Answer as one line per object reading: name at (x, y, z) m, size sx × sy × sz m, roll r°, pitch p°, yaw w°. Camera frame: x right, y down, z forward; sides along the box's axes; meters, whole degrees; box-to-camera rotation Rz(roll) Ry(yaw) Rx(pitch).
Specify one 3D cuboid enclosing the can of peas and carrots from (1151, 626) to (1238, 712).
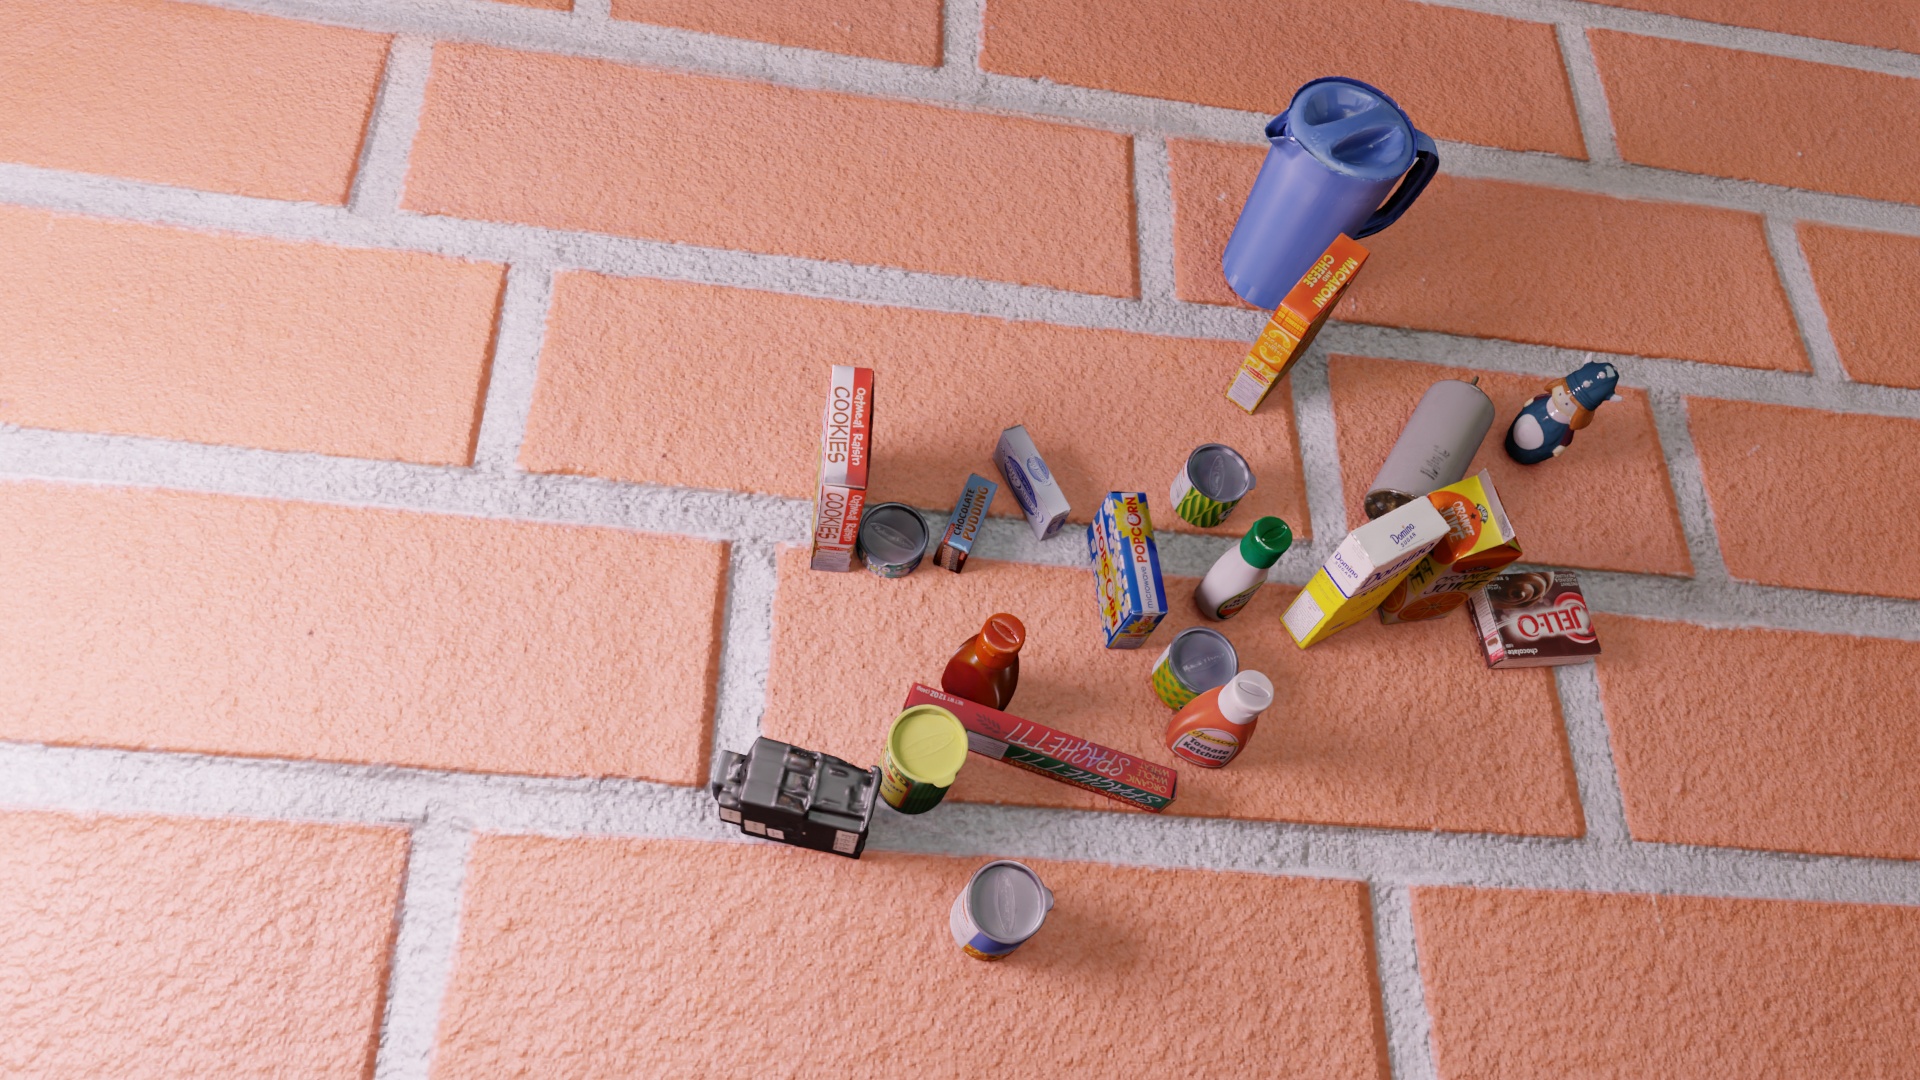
can of peas and carrots at (0.217, 0.122, 1.279) m, size 0.071 × 0.058 × 0.071 m, roll 5°, pitch 63°, yaw -9°

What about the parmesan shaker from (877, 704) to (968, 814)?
parmesan shaker at (-0.034, 0.189, 1.171) m, size 0.071 × 0.102 × 0.071 m, roll 5°, pitch 63°, yaw -9°

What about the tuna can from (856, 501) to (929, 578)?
tuna can at (-0.065, 0.002, 1.301) m, size 0.071 × 0.032 × 0.071 m, roll 5°, pitch 63°, yaw -9°

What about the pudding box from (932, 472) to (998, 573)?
pudding box at (0.005, -0.016, 1.314) m, size 0.030 × 0.049 × 0.084 m, roll 23°, pitch 61°, yaw 1°

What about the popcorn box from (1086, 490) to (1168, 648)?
popcorn box at (0.155, 0.028, 1.300) m, size 0.038 × 0.084 × 0.127 m, roll -1°, pitch 64°, yaw -12°

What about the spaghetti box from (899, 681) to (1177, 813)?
spaghetti box at (0.068, 0.184, 1.223) m, size 0.250 × 0.050 × 0.029 m, roll 19°, pitch 62°, yaw -1°

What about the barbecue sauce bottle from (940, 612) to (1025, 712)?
barbecue sauce bottle at (0.023, 0.108, 1.198) m, size 0.065 × 0.147 × 0.044 m, roll 40°, pitch 63°, yaw 10°

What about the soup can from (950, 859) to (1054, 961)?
soup can at (0.033, 0.304, 1.136) m, size 0.071 × 0.083 × 0.071 m, roll 5°, pitch 63°, yaw -9°

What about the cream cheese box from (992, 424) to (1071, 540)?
cream cheese box at (0.068, -0.056, 1.345) m, size 0.024 × 0.053 × 0.104 m, roll -21°, pitch 69°, yaw -20°

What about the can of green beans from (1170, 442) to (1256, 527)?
can of green beans at (0.247, -0.054, 1.376) m, size 0.071 × 0.057 × 0.071 m, roll 5°, pitch 63°, yaw -9°

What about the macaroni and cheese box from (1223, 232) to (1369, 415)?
macaroni and cheese box at (0.342, -0.219, 1.418) m, size 0.040 × 0.165 × 0.124 m, roll 38°, pitch 63°, yaw 9°

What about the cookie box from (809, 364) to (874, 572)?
cookie box at (-0.107, -0.062, 1.249) m, size 0.040 × 0.166 × 0.123 m, roll 5°, pitch 63°, yaw -8°

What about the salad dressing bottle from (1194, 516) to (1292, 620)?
salad dressing bottle at (0.263, 0.026, 1.287) m, size 0.064 × 0.147 × 0.044 m, roll -24°, pitch 70°, yaw -21°

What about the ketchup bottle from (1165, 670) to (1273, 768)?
ketchup bottle at (0.230, 0.155, 1.214) m, size 0.065 × 0.148 × 0.044 m, roll 20°, pitch 62°, yaw 0°

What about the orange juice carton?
orange juice carton at (0.460, 0.008, 1.309) m, size 0.073 × 0.191 × 0.072 m, roll -5°, pitch 65°, yaw -13°
